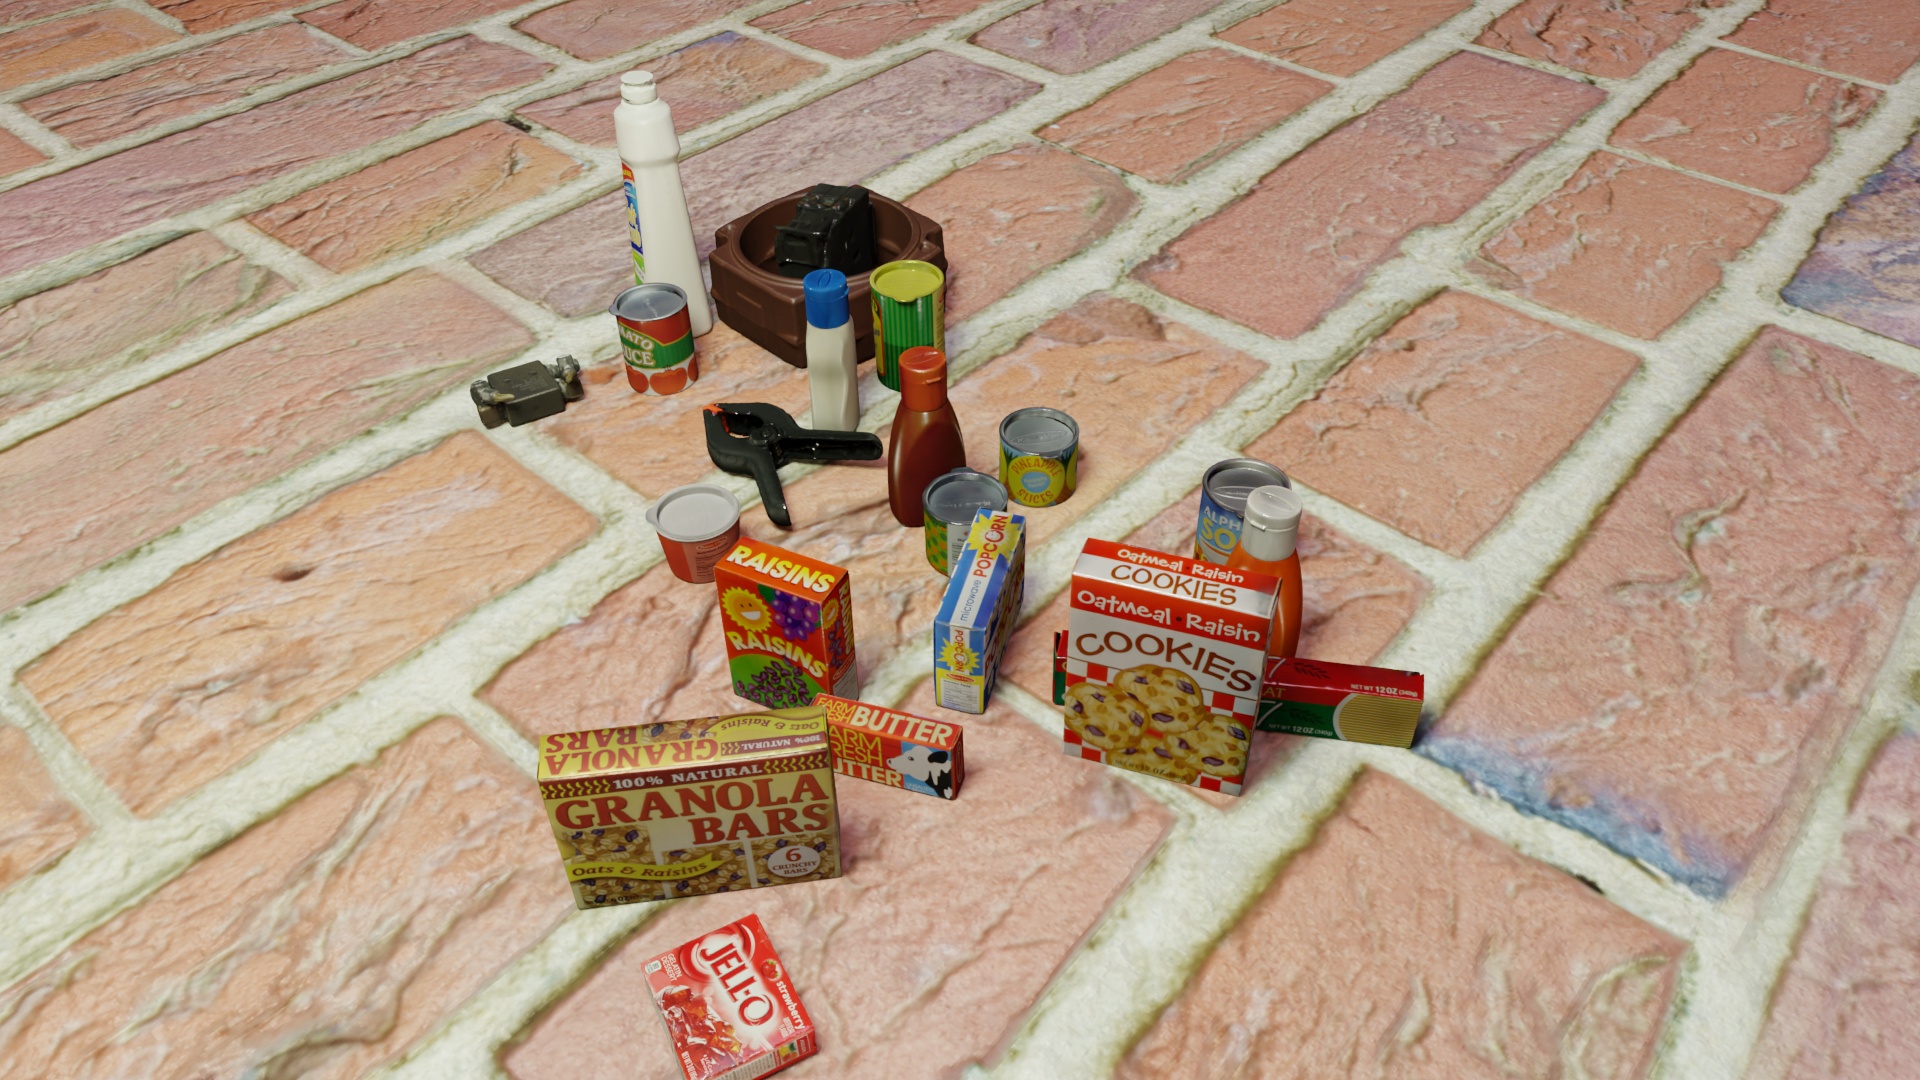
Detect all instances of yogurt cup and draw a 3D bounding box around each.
[{"bbox_3d":[-0.203,-0.004,1.083,0.072,0.053,0.073,-1,40,1],"label":"yogurt cup"}]

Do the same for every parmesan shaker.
[{"bbox_3d":[-0.047,-0.193,1.265,0.071,0.102,0.072,-1,40,1],"label":"parmesan shaker"}]

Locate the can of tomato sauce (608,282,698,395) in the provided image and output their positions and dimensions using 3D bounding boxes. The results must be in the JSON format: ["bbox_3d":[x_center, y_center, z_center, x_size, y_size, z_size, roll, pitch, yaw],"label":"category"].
[{"bbox_3d":[-0.280,-0.184,1.274,0.071,0.082,0.071,-1,40,1],"label":"can of tomato sauce"}]

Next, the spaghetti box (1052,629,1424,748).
[{"bbox_3d":[0.186,0.102,0.955,0.250,0.049,0.029,6,41,8],"label":"spaghetti box"}]

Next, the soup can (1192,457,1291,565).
[{"bbox_3d":[0.213,-0.009,1.059,0.071,0.083,0.072,-1,40,1],"label":"soup can"}]

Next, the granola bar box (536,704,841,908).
[{"bbox_3d":[-0.157,0.162,0.834,0.166,0.123,0.039,-6,41,-6],"label":"granola bar box"}]

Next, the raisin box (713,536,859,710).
[{"bbox_3d":[-0.117,0.064,0.949,0.086,0.122,0.040,18,44,21],"label":"raisin box"}]

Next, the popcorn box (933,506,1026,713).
[{"bbox_3d":[0.015,0.049,0.993,0.038,0.084,0.127,9,41,12],"label":"popcorn box"}]

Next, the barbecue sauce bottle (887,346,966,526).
[{"bbox_3d":[-0.027,-0.082,1.099,0.065,0.147,0.044,-19,43,-20],"label":"barbecue sauce bottle"}]

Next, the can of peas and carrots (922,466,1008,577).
[{"bbox_3d":[0.004,-0.014,1.087,0.071,0.058,0.071,-1,40,1],"label":"can of peas and carrots"}]

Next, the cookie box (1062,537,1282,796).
[{"bbox_3d":[0.131,0.082,0.889,0.123,0.166,0.040,12,42,15],"label":"cookie box"}]

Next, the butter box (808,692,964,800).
[{"bbox_3d":[-0.050,0.136,0.917,0.103,0.052,0.024,11,42,14],"label":"butter box"}]

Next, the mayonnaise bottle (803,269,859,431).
[{"bbox_3d":[-0.111,-0.160,1.193,0.041,0.147,0.065,4,41,6],"label":"mayonnaise bottle"}]

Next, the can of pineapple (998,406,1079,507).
[{"bbox_3d":[0.064,-0.068,1.151,0.071,0.057,0.071,-1,40,1],"label":"can of pineapple"}]

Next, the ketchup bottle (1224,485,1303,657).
[{"bbox_3d":[0.208,0.031,0.962,0.065,0.148,0.044,30,49,31],"label":"ketchup bottle"}]
